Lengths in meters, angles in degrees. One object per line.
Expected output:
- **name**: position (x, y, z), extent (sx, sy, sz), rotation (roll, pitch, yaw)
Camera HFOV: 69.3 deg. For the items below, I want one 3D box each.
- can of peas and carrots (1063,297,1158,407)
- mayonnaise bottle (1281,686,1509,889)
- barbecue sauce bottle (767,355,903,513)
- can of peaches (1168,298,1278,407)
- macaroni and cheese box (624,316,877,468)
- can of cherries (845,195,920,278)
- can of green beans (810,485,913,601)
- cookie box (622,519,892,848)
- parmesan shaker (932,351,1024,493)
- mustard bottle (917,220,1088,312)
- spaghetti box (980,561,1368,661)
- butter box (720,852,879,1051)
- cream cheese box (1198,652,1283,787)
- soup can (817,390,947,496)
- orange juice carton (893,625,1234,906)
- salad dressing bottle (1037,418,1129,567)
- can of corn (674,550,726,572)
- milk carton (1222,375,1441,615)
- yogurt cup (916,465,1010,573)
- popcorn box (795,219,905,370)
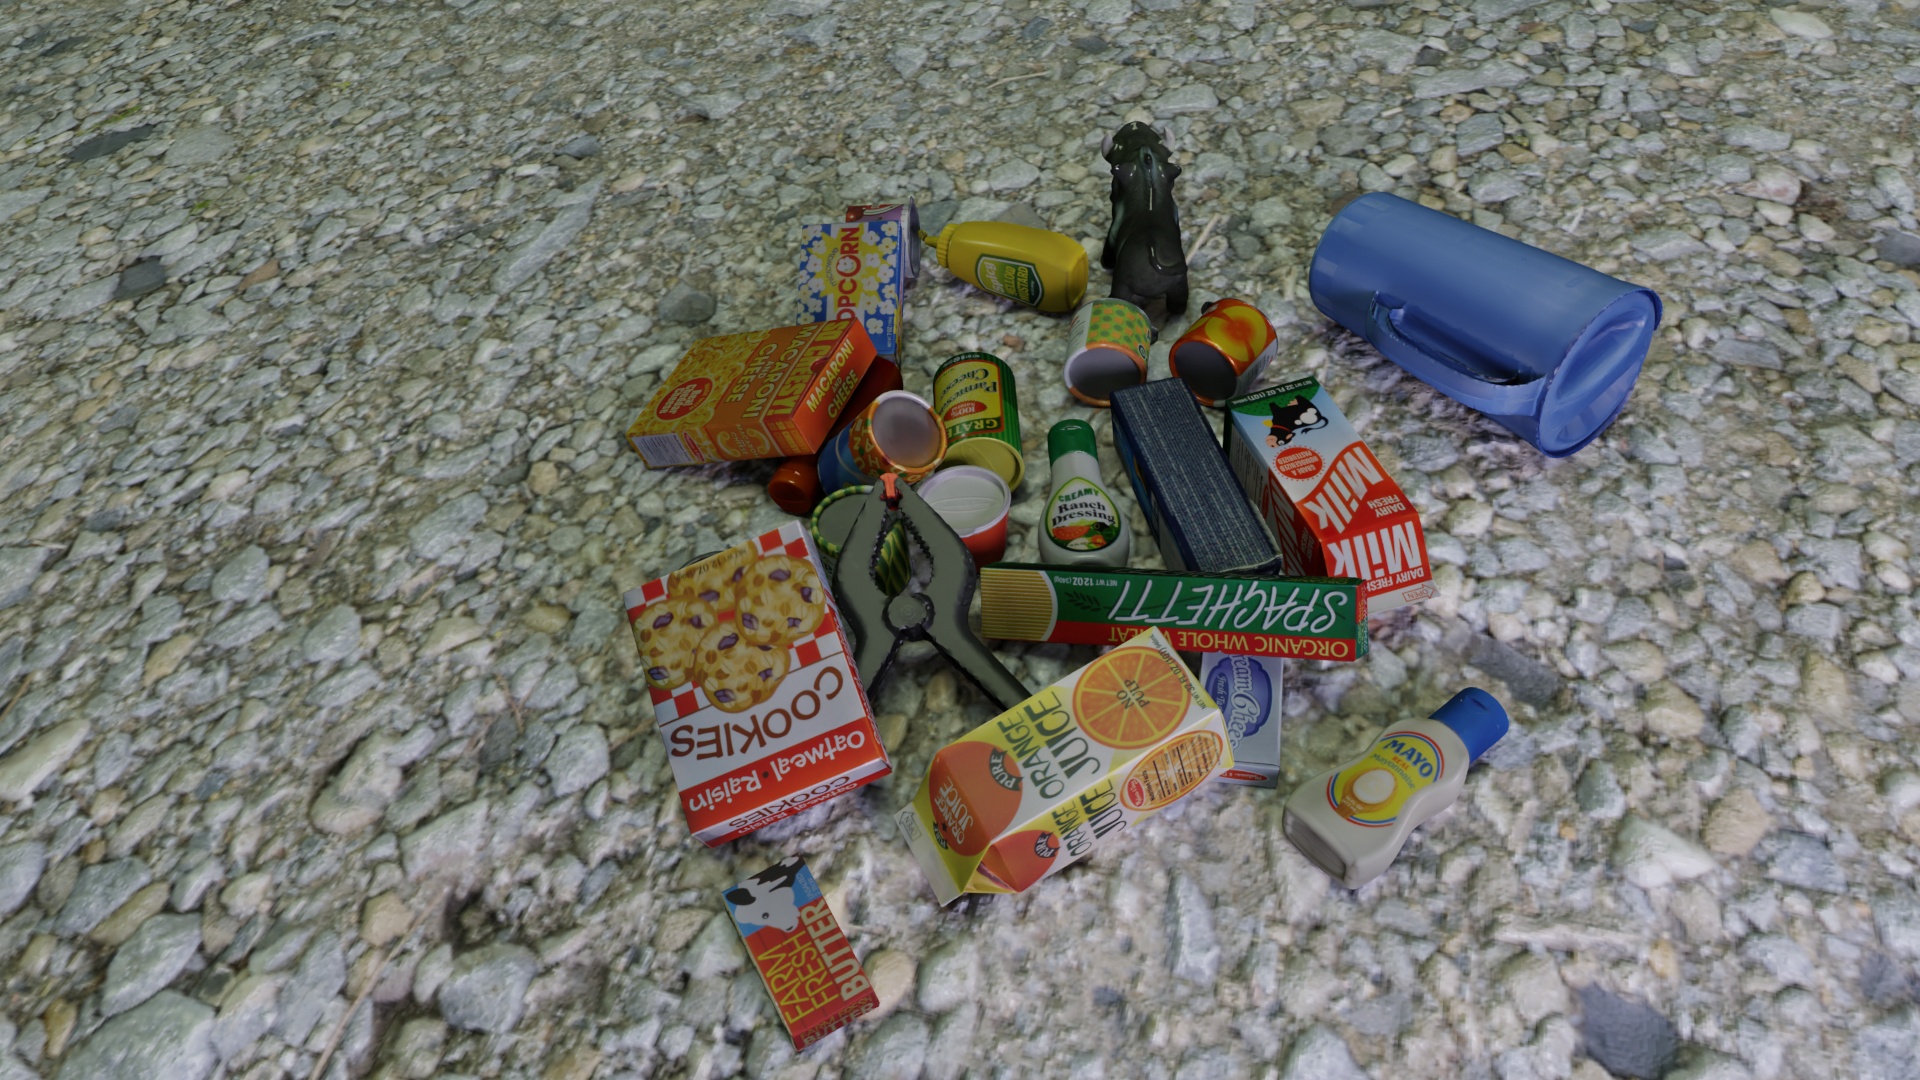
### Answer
- **can of peas and carrots**: position (0.119, -0.147, 1.098), extent (0.071, 0.070, 0.059), rotation (3, 48, 10)
- **mayonnaise bottle**: position (0.262, 0.140, 0.821), extent (0.148, 0.041, 0.065), rotation (-32, 49, -21)
- **barbecue sauce bottle**: position (-0.101, -0.085, 1.080), extent (0.065, 0.043, 0.149), rotation (8, 48, 23)
- **can of peaches**: position (0.203, -0.148, 1.086), extent (0.071, 0.071, 0.058), rotation (26, 56, 28)
- **macaroni and cheese box**: position (-0.164, -0.115, 1.085), extent (0.166, 0.040, 0.124), rotation (-3, 43, 31)
- **can of cherries**: position (-0.069, -0.268, 1.233), extent (0.058, 0.071, 0.072), rotation (-1, 46, 8)
- **can of green beans**: position (-0.069, 0.003, 0.982), extent (0.071, 0.057, 0.071), rotation (-4, 46, 4)
- **cookie box**: position (-0.127, 0.088, 0.863), extent (0.123, 0.040, 0.168), rotation (-22, 67, 1)
- **parmesan shaker**: position (0.009, -0.086, 1.053), extent (0.071, 0.071, 0.103), rotation (-6, 46, 2)
- **mustard bottle**: position (0.031, -0.243, 1.200), extent (0.160, 0.065, 0.049), rotation (19, 53, 23)
- **spaghetti box**: position (0.132, 0.044, 0.891), extent (0.250, 0.050, 0.029), rotation (2, 8, 23)
- **butter box**: position (-0.092, 0.232, 0.789), extent (0.053, 0.024, 0.104), rotation (-26, 48, -16)
- **cream cheese box**: position (0.176, 0.104, 0.877), extent (0.053, 0.024, 0.104), rotation (5, 47, 11)
- **soup can**: position (-0.057, -0.060, 1.010), extent (0.071, 0.083, 0.071), rotation (13, 63, -27)
- **orange juice carton**: position (0.057, 0.139, 0.815), extent (0.193, 0.072, 0.072), rotation (-29, 49, -5)
- **salad dressing bottle**: position (0.085, -0.026, 1.001), extent (0.064, 0.043, 0.148), rotation (-5, 46, 2)
- **can of corn**: position (-0.159, 0.050, 0.948), extent (0.071, 0.058, 0.071), rotation (-4, 46, 4)
- **milk carton**: position (0.251, -0.021, 0.955), extent (0.072, 0.073, 0.191), rotation (-15, 47, -7)
- **yogurt cup**: position (0.004, -0.012, 0.990), extent (0.072, 0.053, 0.073), rotation (-4, 46, 4)
- **popcorn box**: position (-0.092, -0.205, 1.165), extent (0.085, 0.038, 0.127), rotation (-1, 71, 6)
